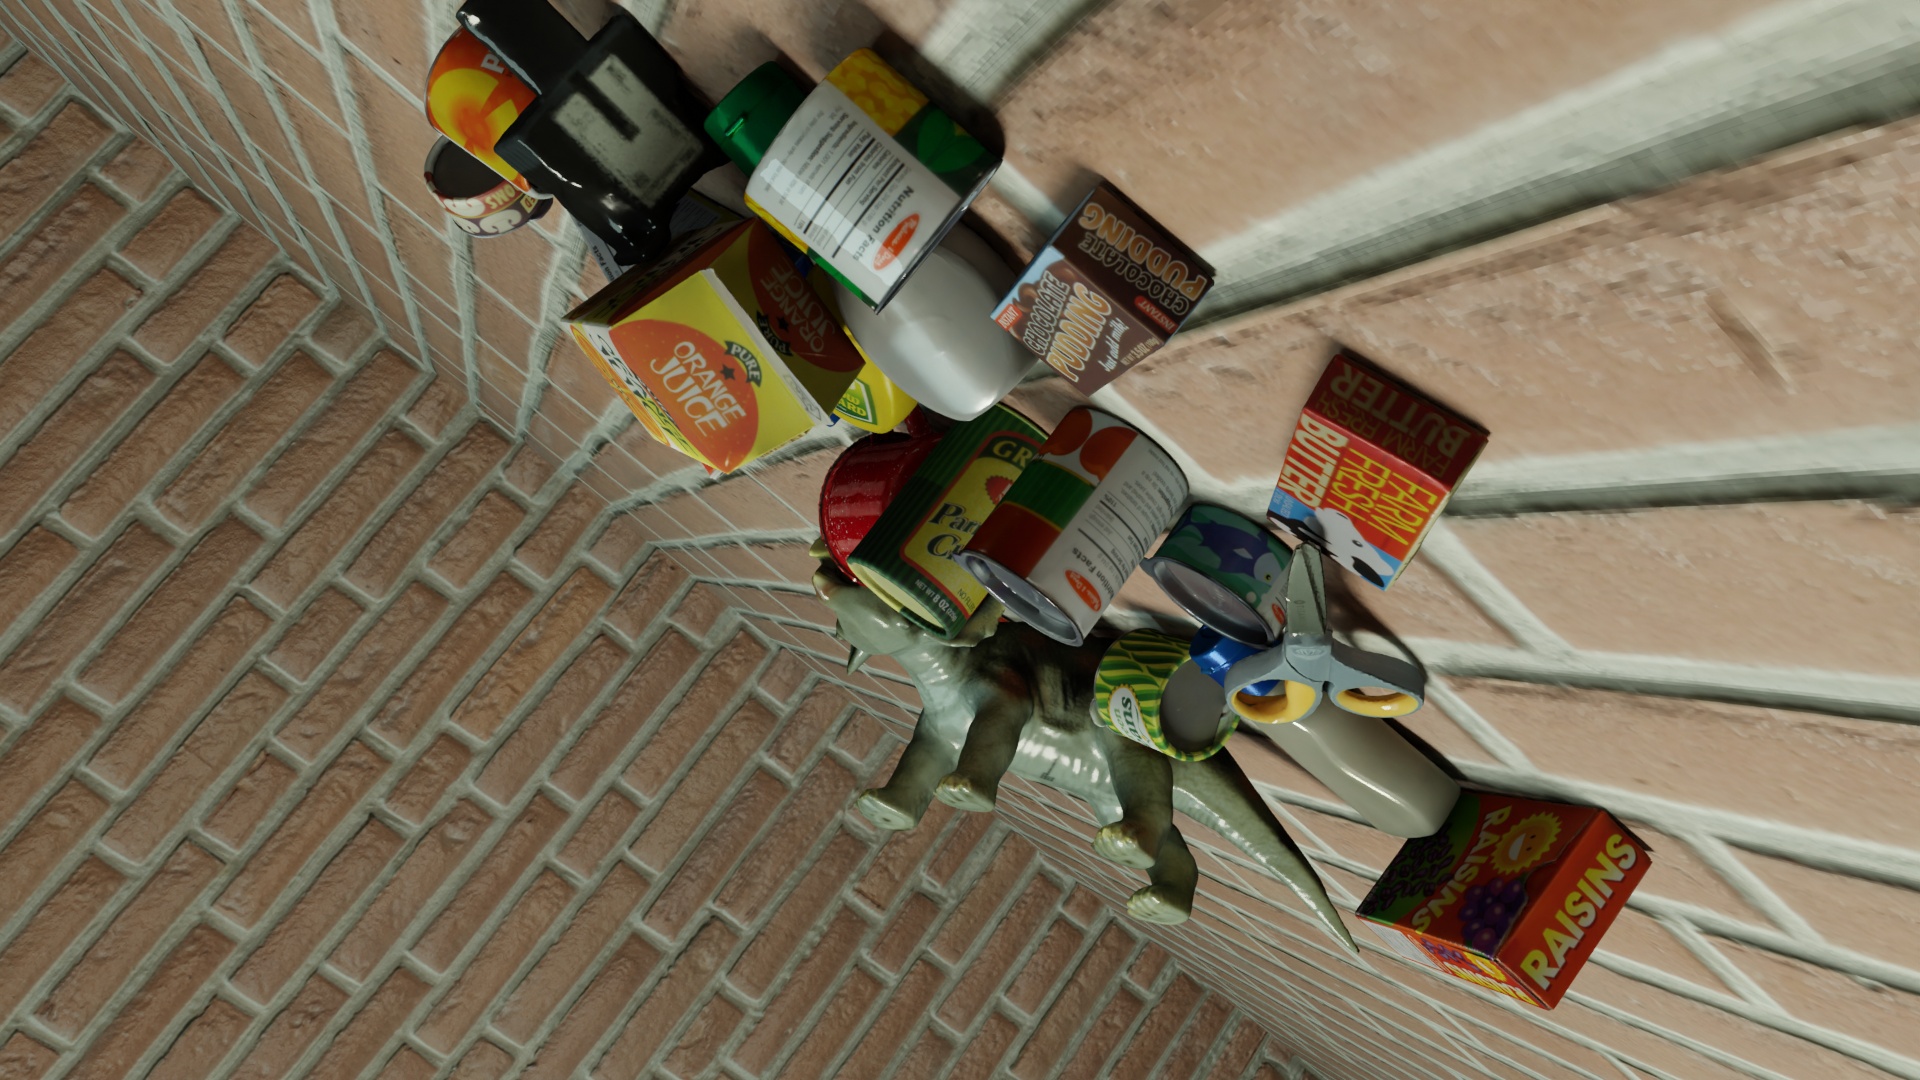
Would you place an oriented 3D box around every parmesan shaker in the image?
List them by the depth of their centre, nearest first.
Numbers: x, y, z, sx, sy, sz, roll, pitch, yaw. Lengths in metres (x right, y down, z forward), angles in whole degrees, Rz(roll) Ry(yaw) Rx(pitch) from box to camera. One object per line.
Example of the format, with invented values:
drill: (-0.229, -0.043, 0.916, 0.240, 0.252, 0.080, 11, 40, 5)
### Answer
parmesan shaker: (0.002, -0.009, 0.686, 0.071, 0.103, 0.071, 35, 167, 9)

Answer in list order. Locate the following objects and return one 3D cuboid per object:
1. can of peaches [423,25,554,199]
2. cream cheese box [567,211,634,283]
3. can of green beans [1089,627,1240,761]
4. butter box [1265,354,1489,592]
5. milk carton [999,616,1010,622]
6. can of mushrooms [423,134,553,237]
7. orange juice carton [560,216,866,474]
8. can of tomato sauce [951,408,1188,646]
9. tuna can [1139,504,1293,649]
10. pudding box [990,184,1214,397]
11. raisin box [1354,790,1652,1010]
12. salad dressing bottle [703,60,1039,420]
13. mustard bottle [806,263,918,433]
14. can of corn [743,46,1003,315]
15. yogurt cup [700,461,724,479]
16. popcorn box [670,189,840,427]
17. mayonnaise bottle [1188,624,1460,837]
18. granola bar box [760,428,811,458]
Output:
can of peaches: (-0.200, -0.202, 0.638, 0.058, 0.071, 0.071, 36, 167, 7)
cream cheese box: (-0.184, -0.164, 0.718, 0.103, 0.024, 0.053, 61, 178, -12)
can of green beans: (0.120, 0.088, 0.800, 0.071, 0.071, 0.058, 44, 166, -27)
butter box: (0.135, -0.020, 0.462, 0.053, 0.024, 0.103, 33, 167, 16)
milk carton: (0.038, 0.113, 1.102, 0.191, 0.073, 0.072, 31, 166, 27)
can of mushrooms: (-0.269, -0.210, 0.797, 0.071, 0.071, 0.033, 32, 165, 24)
orange juice carton: (-0.102, -0.082, 0.571, 0.071, 0.073, 0.193, 54, 167, -21)
can of tomato sauce: (0.049, -0.007, 0.609, 0.071, 0.083, 0.071, 35, 167, 9)
tuna can: (0.117, 0.015, 0.617, 0.071, 0.033, 0.071, 35, 167, 9)
pudding box: (0.045, -0.082, 0.470, 0.049, 0.030, 0.083, 40, 167, -6)
raisin box: (0.254, 0.165, 0.661, 0.040, 0.086, 0.123, 44, 167, -6)
salad dressing bottle: (-0.032, -0.112, 0.524, 0.064, 0.044, 0.147, -36, 104, 32)
mustard bottle: (-0.046, -0.097, 0.625, 0.065, 0.049, 0.160, 34, 168, 6)
can of corn: (-0.029, -0.119, 0.462, 0.058, 0.071, 0.071, 40, 167, -7)
yogurt cup: (-0.118, -0.072, 0.703, 0.054, 0.072, 0.072, 46, 166, -7)
popcorn box: (-0.105, -0.120, 0.733, 0.085, 0.038, 0.126, 33, 167, 23)
mayonnaise bottle: (0.181, 0.092, 0.705, 0.148, 0.041, 0.064, 41, 166, -10)
granola bar box: (-0.150, -0.112, 0.885, 0.124, 0.039, 0.165, 39, 168, -12)
